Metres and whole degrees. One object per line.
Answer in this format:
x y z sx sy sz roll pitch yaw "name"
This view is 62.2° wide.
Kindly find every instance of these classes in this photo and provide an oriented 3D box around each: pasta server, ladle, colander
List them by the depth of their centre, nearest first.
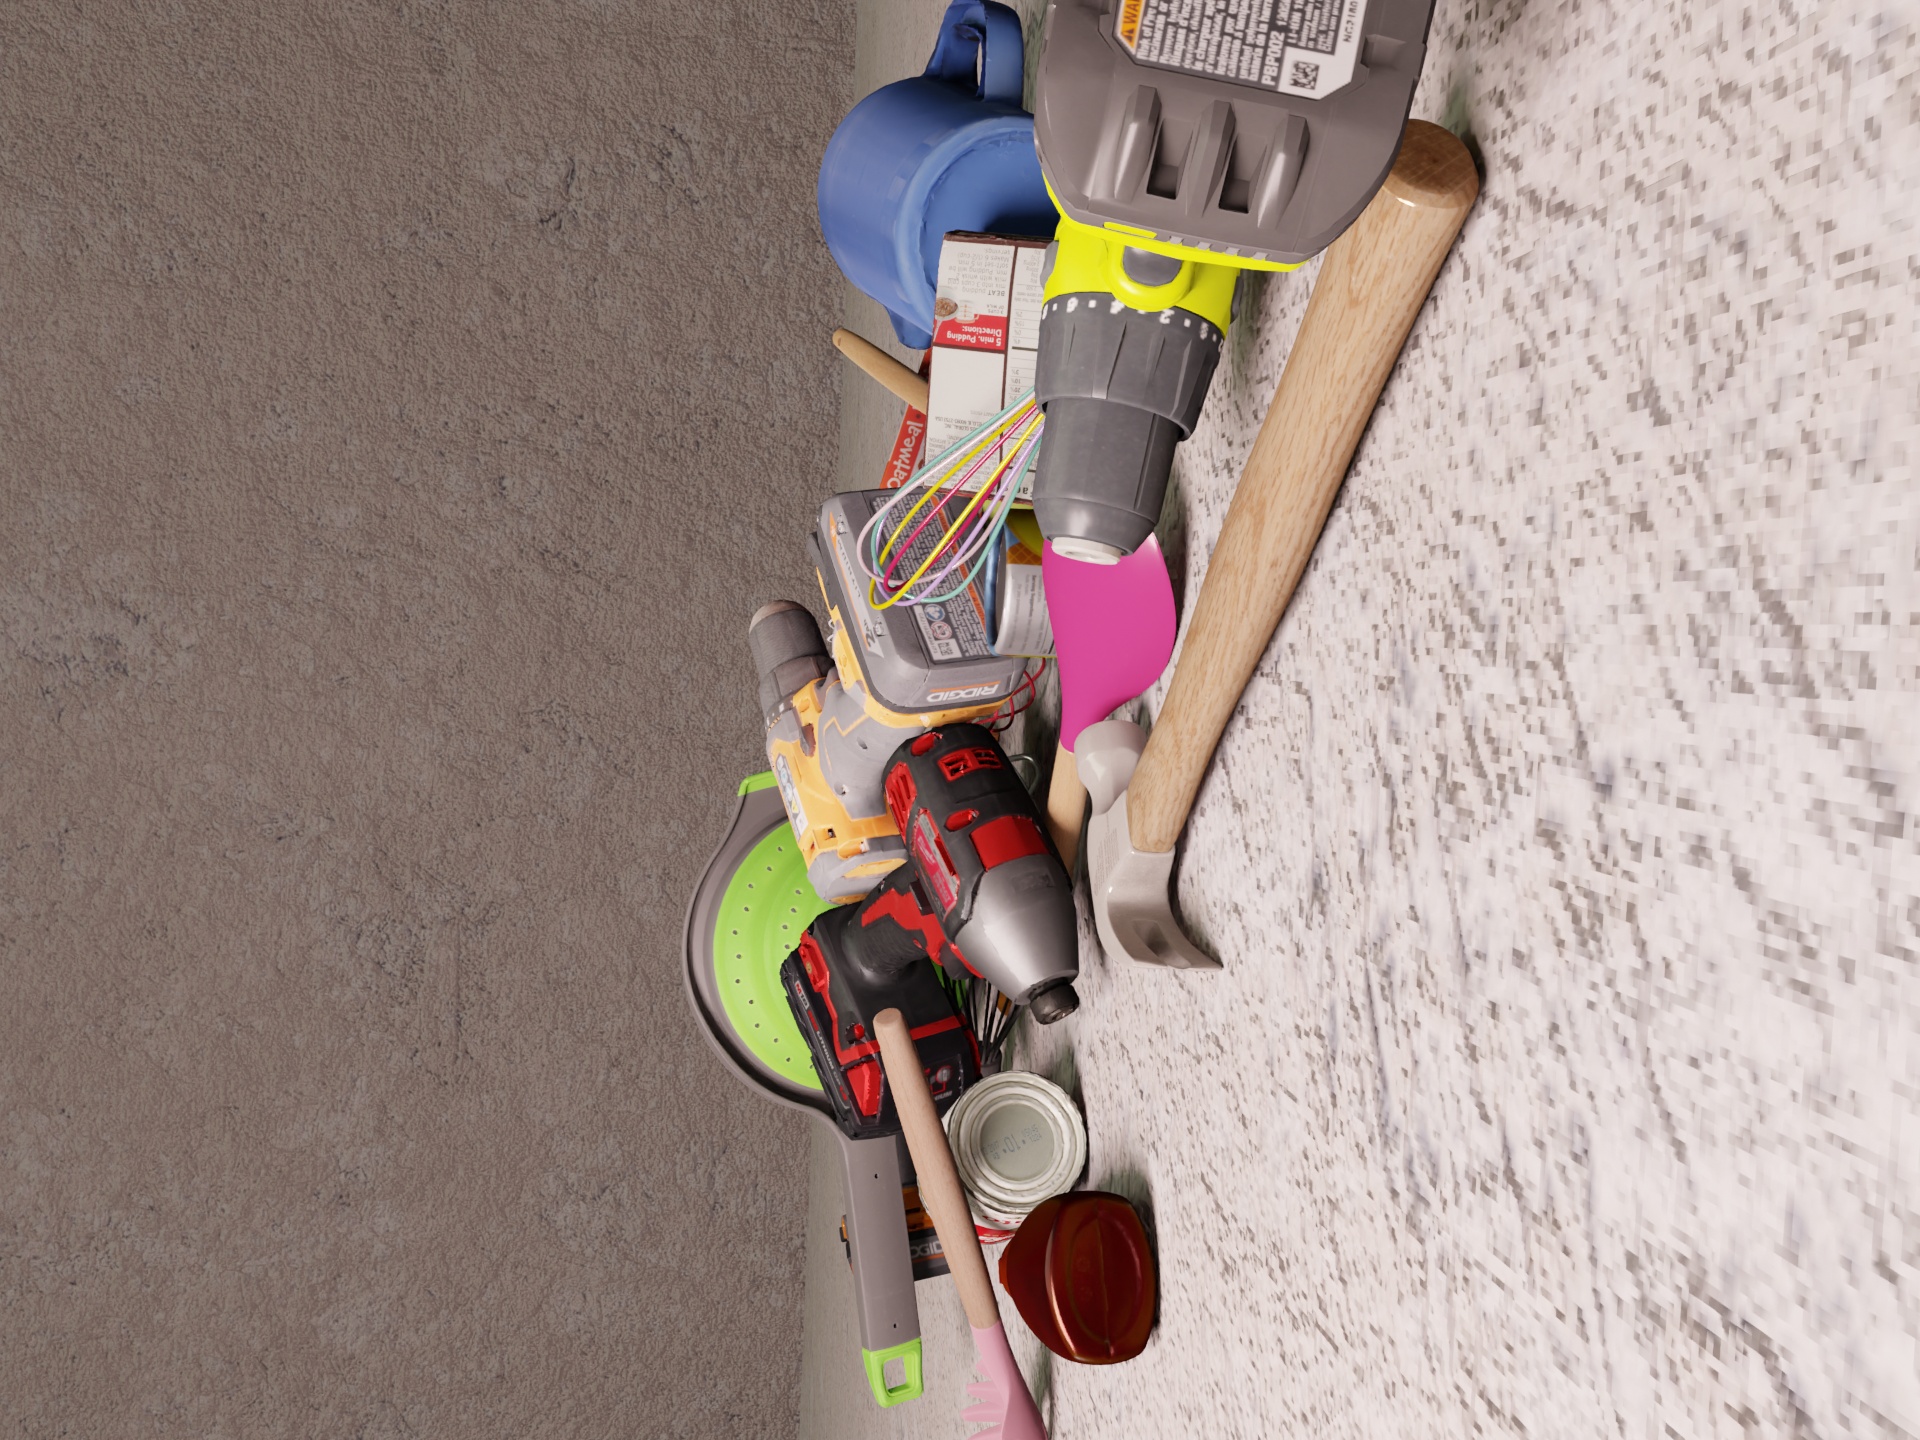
-0.002 0.259 0.731 0.060 0.040 0.316 -122 15 -60 "pasta server"
-0.021 -0.179 0.900 0.320 0.062 0.078 47 125 53 "ladle"
-0.047 0.219 0.960 0.094 0.204 0.397 -14 83 61 "colander"

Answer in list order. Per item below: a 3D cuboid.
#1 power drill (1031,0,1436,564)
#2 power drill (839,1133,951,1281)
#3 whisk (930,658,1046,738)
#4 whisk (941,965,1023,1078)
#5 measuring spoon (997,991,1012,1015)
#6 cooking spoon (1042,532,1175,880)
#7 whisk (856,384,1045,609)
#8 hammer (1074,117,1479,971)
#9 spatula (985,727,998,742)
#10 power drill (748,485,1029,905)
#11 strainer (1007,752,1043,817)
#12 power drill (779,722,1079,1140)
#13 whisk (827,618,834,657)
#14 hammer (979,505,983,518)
0.058 -0.149 0.428 0.228 0.080 0.190 84 -162 -87 "power drill"
-0.057 0.272 1.116 0.164 0.084 0.227 118 142 -72 "power drill"
-0.002 -0.003 0.961 0.295 0.073 0.073 116 155 -71 "whisk"
0.014 0.195 0.912 0.055 0.055 0.238 -100 10 -56 "whisk"
0.026 0.118 0.946 0.021 0.011 0.117 111 160 -67 "measuring spoon"
0.049 0.026 0.710 0.069 0.017 0.318 37 146 26 "cooking spoon"
0.028 -0.115 0.626 0.245 0.051 0.047 -42 2 44 "whisk"
0.086 -0.030 0.498 0.331 0.031 0.130 103 167 -52 "hammer"
-0.001 0.143 1.103 0.081 0.041 0.322 -103 21 -57 "spatula"
-0.054 -0.030 0.838 0.186 0.084 0.226 69 152 26 "power drill"
0.009 0.058 0.923 0.087 0.050 0.258 57 170 7 "strainer"
-0.011 0.115 0.777 0.143 0.078 0.219 63 147 25 "power drill"
-0.035 -0.080 1.018 0.284 0.070 0.070 149 123 -74 "whisk"
0.003 -0.111 1.074 0.386 0.038 0.143 136 137 -78 "hammer"
